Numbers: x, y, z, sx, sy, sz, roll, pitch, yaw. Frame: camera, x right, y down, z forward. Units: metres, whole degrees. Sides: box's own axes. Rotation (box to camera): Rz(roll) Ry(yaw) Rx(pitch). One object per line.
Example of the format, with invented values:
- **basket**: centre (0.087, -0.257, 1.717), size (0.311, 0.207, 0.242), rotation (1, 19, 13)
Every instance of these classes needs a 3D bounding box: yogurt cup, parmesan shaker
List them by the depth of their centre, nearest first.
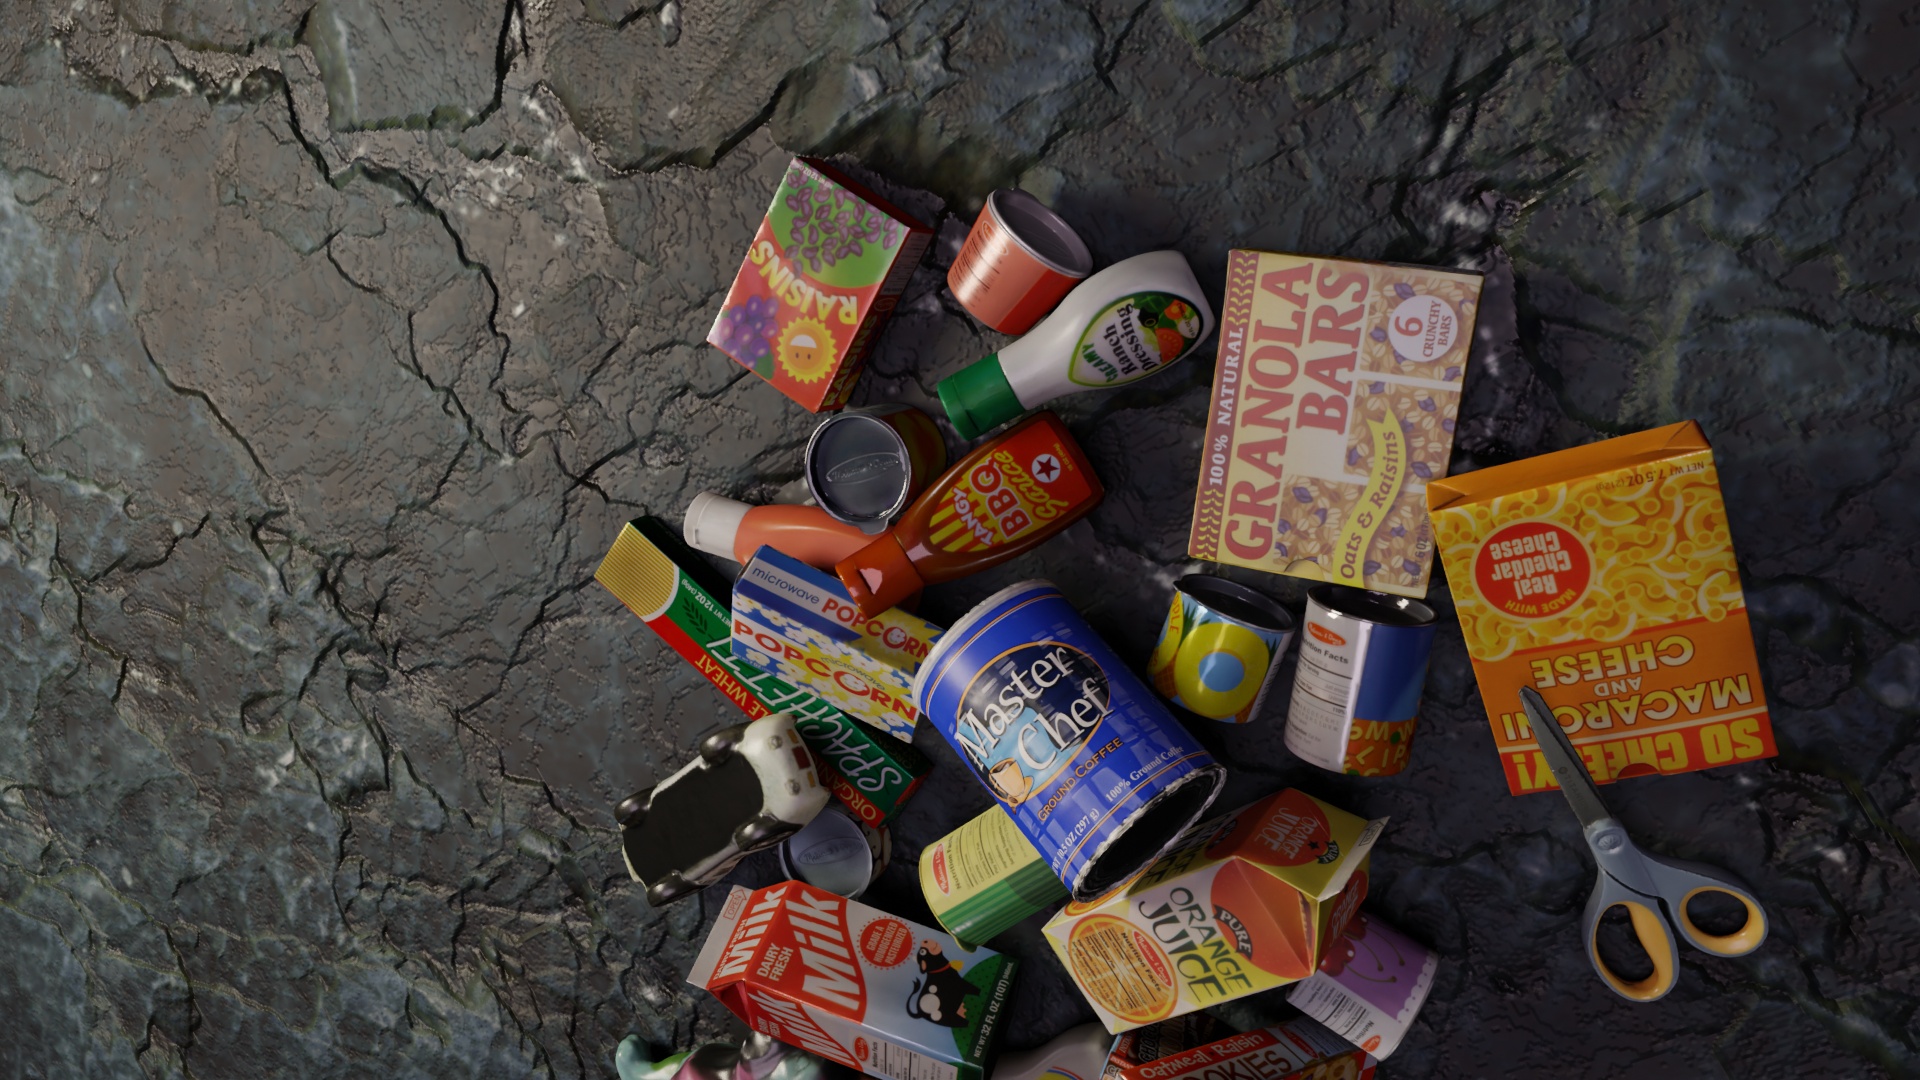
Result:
- **yogurt cup**: centre (0.030, -0.148, 0.752), size (0.072, 0.073, 0.053), rotation (45, 121, 8)
- **parmesan shaker**: centre (0.036, 0.187, 0.811), size (0.103, 0.071, 0.071), rotation (-35, 87, 23)

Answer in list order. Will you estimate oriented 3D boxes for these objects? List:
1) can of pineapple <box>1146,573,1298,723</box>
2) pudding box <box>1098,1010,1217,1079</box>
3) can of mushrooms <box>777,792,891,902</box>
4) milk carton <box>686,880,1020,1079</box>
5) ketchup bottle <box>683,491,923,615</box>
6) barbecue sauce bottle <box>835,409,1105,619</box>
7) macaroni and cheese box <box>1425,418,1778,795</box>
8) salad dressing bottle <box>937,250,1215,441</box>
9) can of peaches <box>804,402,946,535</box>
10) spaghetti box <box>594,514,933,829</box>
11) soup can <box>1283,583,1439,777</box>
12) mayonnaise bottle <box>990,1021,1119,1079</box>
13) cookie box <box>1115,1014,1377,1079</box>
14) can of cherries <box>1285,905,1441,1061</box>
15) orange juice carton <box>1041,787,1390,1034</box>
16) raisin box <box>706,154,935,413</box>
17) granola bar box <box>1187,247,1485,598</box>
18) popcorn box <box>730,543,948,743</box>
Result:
- **can of pineapple**: centre (0.138, 0.057, 0.747), size (0.071, 0.071, 0.057), rotation (24, 109, 15)
- **pudding box**: centre (0.113, 0.294, 0.795), size (0.050, 0.084, 0.030), rotation (22, 105, 17)
- **can of mushrooms**: centre (-0.078, 0.196, 0.878), size (0.071, 0.033, 0.071), rotation (4, 102, 20)
- **milk carton**: centre (-0.066, 0.269, 0.843), size (0.191, 0.073, 0.073), rotation (16, 139, 11)
- **ketchup bottle**: centre (-0.096, 0.007, 0.840), size (0.149, 0.044, 0.064), rotation (17, 123, 18)
- **barbecue sauce bottle**: centre (0.003, -0.010, 0.768), size (0.148, 0.043, 0.065), rotation (-32, 86, -3)
- **macaroni and cheese box**: centre (0.308, 0.038, 0.669), size (0.123, 0.040, 0.166), rotation (-15, 110, 23)
- **salad dressing bottle**: centre (0.060, -0.101, 0.740), size (0.147, 0.044, 0.064), rotation (-26, 131, 11)
- **can of peaches**: centre (-0.048, -0.043, 0.805), size (0.071, 0.058, 0.071), rotation (4, 102, 20)
- **spaghetti box**: centre (-0.126, 0.081, 0.876), size (0.250, 0.029, 0.050), rotation (40, 113, 10)
- **soup can**: centre (0.210, 0.072, 0.724), size (0.071, 0.071, 0.083), rotation (11, 106, 19)
- **mayonnaise bottle**: centre (0.039, 0.345, 0.857), size (0.148, 0.041, 0.064), rotation (-25, 94, 23)
- **cookie box**: centre (0.146, 0.330, 0.748), size (0.040, 0.168, 0.122), rotation (30, 115, 51)
- **can of cherries**: centre (0.219, 0.235, 0.754), size (0.058, 0.072, 0.071), rotation (30, 110, 15)
- **orange juice carton**: centre (0.141, 0.195, 0.741), size (0.192, 0.072, 0.073), rotation (-36, 86, 42)
- **raisin box**: centre (-0.083, -0.148, 0.808), size (0.086, 0.040, 0.123), rotation (34, 109, 11)
- **granola bar box**: centre (0.192, -0.062, 0.717), size (0.124, 0.039, 0.165), rotation (10, 104, 19)
- **popcorn box**: centre (-0.071, 0.061, 0.813), size (0.127, 0.038, 0.084), rotation (25, 147, 6)
